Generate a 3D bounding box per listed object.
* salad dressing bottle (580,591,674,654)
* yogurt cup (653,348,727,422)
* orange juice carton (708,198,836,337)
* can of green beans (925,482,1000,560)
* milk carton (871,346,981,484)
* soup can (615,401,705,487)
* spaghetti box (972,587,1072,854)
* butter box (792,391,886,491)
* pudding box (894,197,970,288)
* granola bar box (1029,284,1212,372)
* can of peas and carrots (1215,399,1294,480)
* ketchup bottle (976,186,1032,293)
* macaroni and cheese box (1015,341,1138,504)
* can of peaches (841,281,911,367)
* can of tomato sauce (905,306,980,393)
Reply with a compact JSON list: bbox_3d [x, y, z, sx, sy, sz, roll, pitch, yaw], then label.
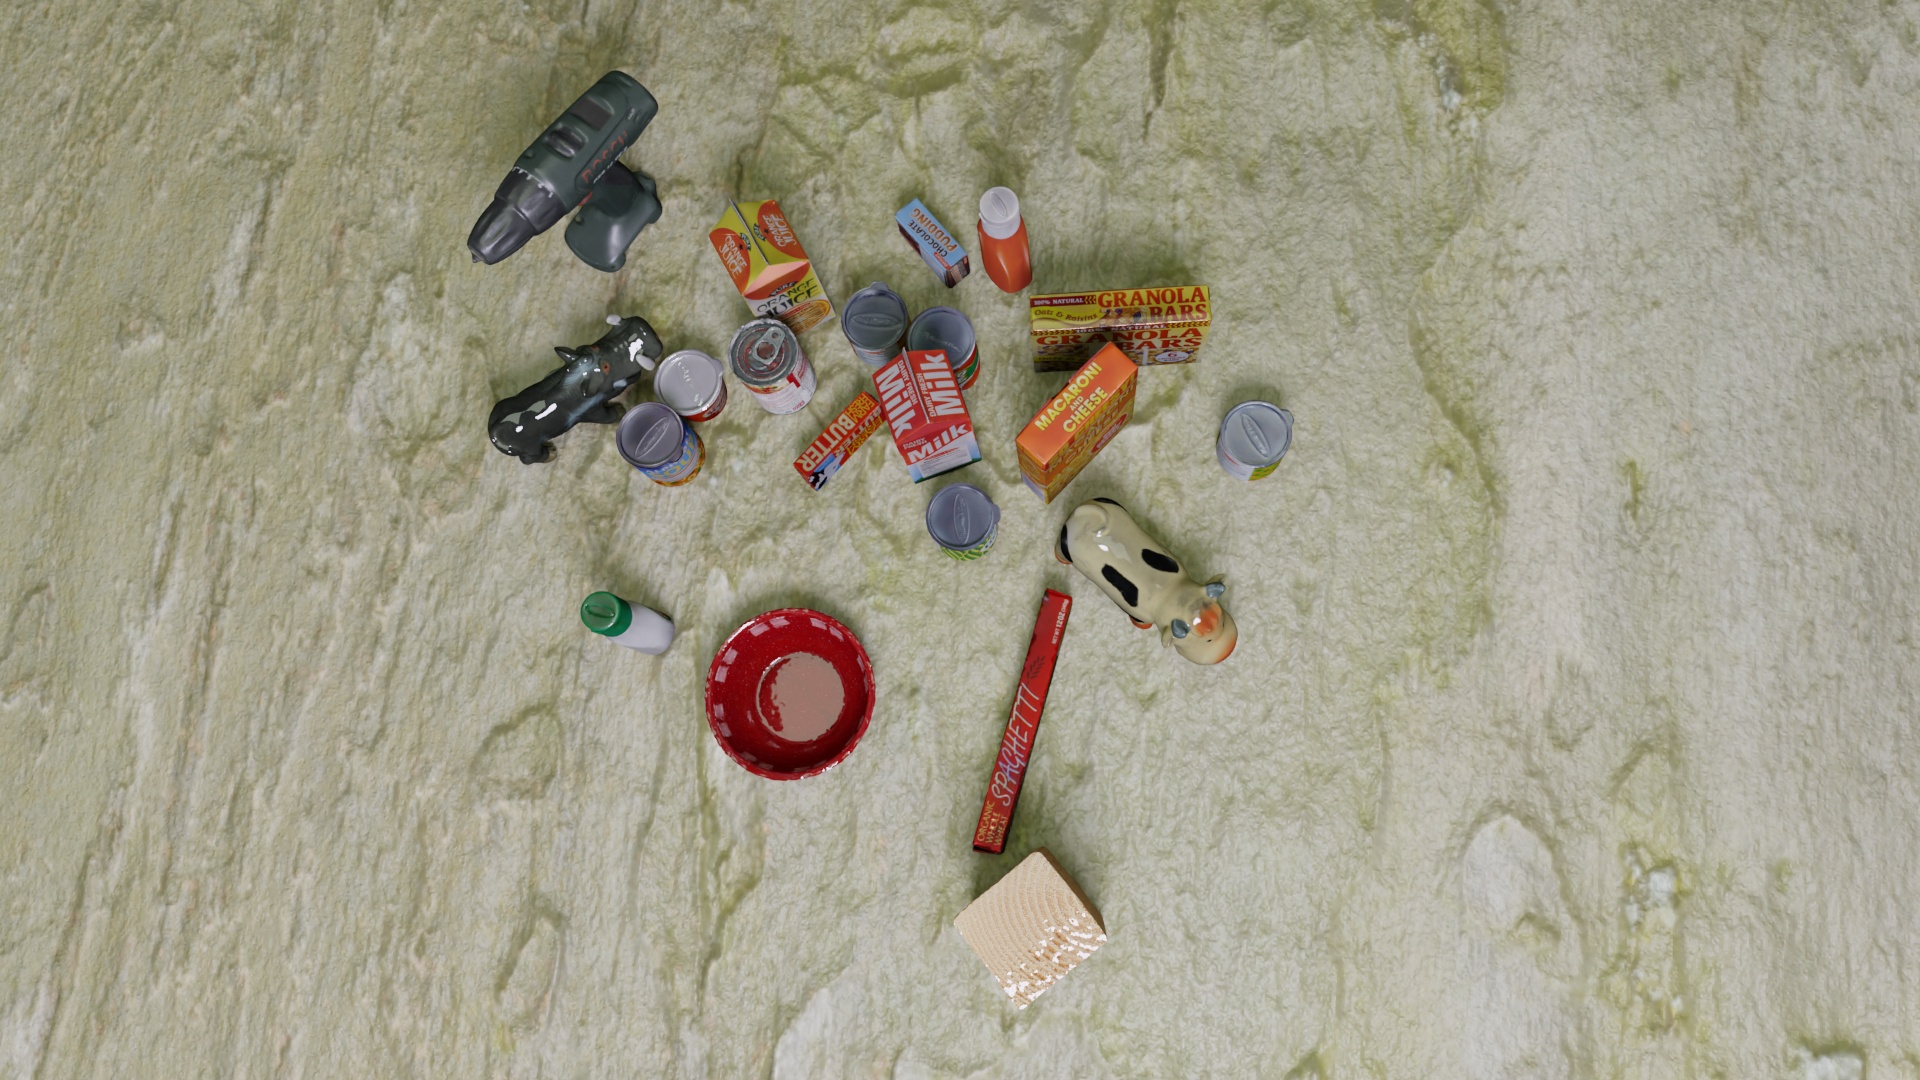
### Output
[{"bbox_3d":[-0.311,0.076,1.295,0.064,0.147,0.044,15,81,8],"label":"salad dressing bottle"},{"bbox_3d":[-0.265,-0.151,1.385,0.072,0.054,0.072,-1,79,5],"label":"yogurt cup"},{"bbox_3d":[-0.182,-0.259,1.330,0.073,0.192,0.072,-29,78,-1],"label":"orange juice carton"},{"bbox_3d":[0.002,-0.017,1.333,0.071,0.057,0.071,-1,79,5],"label":"can of green beans"},{"bbox_3d":[-0.031,-0.118,1.289,0.073,0.190,0.072,-20,78,1],"label":"milk carton"},{"bbox_3d":[-0.290,-0.091,1.360,0.071,0.083,0.071,-1,79,5],"label":"soup can"},{"bbox_3d":[0.059,0.169,1.294,0.029,0.050,0.250,15,80,8],"label":"spaghetti box"},{"bbox_3d":[-0.118,-0.098,1.362,0.024,0.053,0.103,42,85,11],"label":"butter box"},{"bbox_3d":[-0.028,-0.299,1.398,0.030,0.049,0.084,-40,78,-3],"label":"pudding box"},{"bbox_3d":[0.150,-0.201,1.325,0.165,0.124,0.039,-3,79,4],"label":"granola bar box"},{"bbox_3d":[0.281,-0.096,1.325,0.071,0.058,0.071,-1,79,5],"label":"can of peas and carrots"},{"bbox_3d":[0.041,-0.292,1.340,0.043,0.148,0.065,-30,78,-1],"label":"ketchup bottle"},{"bbox_3d":[0.107,-0.105,1.287,0.040,0.166,0.124,43,85,11],"label":"macaroni and cheese box"},{"bbox_3d":[-0.081,-0.213,1.381,0.071,0.058,0.071,-1,79,5],"label":"can of peaches"},{"bbox_3d":[-0.016,-0.181,1.356,0.071,0.083,0.071,-1,79,5],"label":"can of tomato sauce"}]
